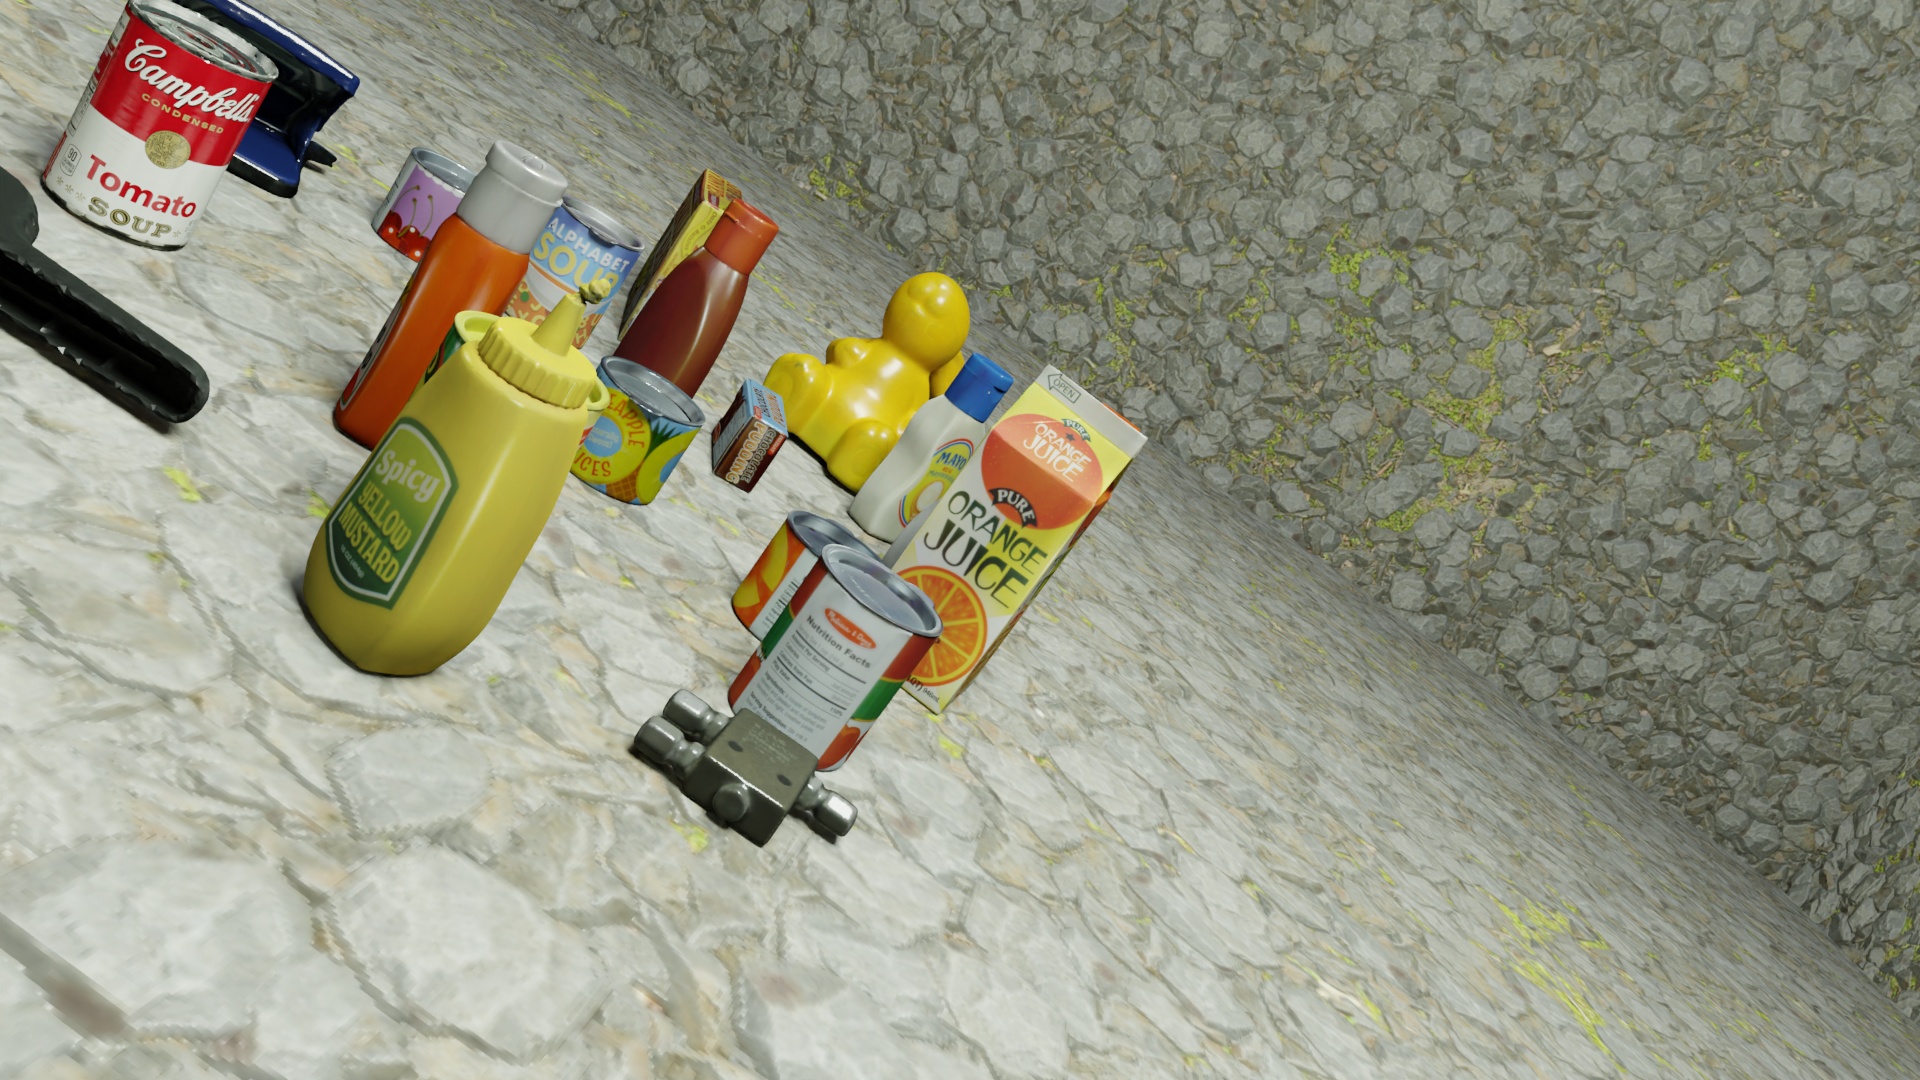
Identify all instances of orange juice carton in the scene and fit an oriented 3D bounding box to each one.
[{"bbox_3d":[0.022,-0.002,0.792,0.072,0.192,0.073,37,13,7],"label":"orange juice carton"}]

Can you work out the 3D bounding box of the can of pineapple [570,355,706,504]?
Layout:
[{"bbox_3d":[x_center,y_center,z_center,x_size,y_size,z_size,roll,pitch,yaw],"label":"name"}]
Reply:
[{"bbox_3d":[-0.186,-0.061,0.776,0.071,0.057,0.071,33,14,-9],"label":"can of pineapple"}]

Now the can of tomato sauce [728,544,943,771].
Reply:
[{"bbox_3d":[-0.058,0.054,0.644,0.071,0.083,0.071,33,13,-9],"label":"can of tomato sauce"}]

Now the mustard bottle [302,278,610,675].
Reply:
[{"bbox_3d":[-0.171,-0.028,0.487,0.065,0.160,0.049,42,14,24],"label":"mustard bottle"}]

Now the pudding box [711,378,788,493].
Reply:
[{"bbox_3d":[-0.142,-0.072,0.934,0.030,0.049,0.084,30,14,-21],"label":"pudding box"}]

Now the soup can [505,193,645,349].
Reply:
[{"bbox_3d":[-0.263,-0.180,0.937,0.071,0.083,0.071,33,13,-9],"label":"soup can"}]

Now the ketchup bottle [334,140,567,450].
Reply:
[{"bbox_3d":[-0.233,-0.111,0.641,0.043,0.148,0.065,31,14,-20],"label":"ketchup bottle"}]

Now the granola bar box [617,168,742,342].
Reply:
[{"bbox_3d":[-0.218,-0.220,1.092,0.039,0.124,0.166,31,14,-20],"label":"granola bar box"}]

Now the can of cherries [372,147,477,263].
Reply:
[{"bbox_3d":[-0.342,-0.216,0.919,0.071,0.058,0.072,33,14,-9],"label":"can of cherries"}]

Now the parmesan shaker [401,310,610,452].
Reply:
[{"bbox_3d":[-0.196,-0.031,0.554,0.071,0.103,0.071,33,13,-9],"label":"parmesan shaker"}]

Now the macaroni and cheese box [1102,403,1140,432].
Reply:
[{"bbox_3d":[0.059,-0.022,1.000,0.040,0.166,0.124,38,13,10],"label":"macaroni and cheese box"}]

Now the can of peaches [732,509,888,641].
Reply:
[{"bbox_3d":[-0.079,0.025,0.742,0.071,0.058,0.071,33,14,-9],"label":"can of peaches"}]

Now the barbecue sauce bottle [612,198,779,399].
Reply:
[{"bbox_3d":[-0.176,-0.158,0.932,0.065,0.148,0.044,42,15,27],"label":"barbecue sauce bottle"}]

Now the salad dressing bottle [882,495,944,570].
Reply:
[{"bbox_3d":[0.003,-0.011,0.871,0.064,0.147,0.044,23,18,-43],"label":"salad dressing bottle"}]

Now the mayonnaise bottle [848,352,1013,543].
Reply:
[{"bbox_3d":[-0.018,-0.066,1.003,0.041,0.147,0.065,44,16,33],"label":"mayonnaise bottle"}]
